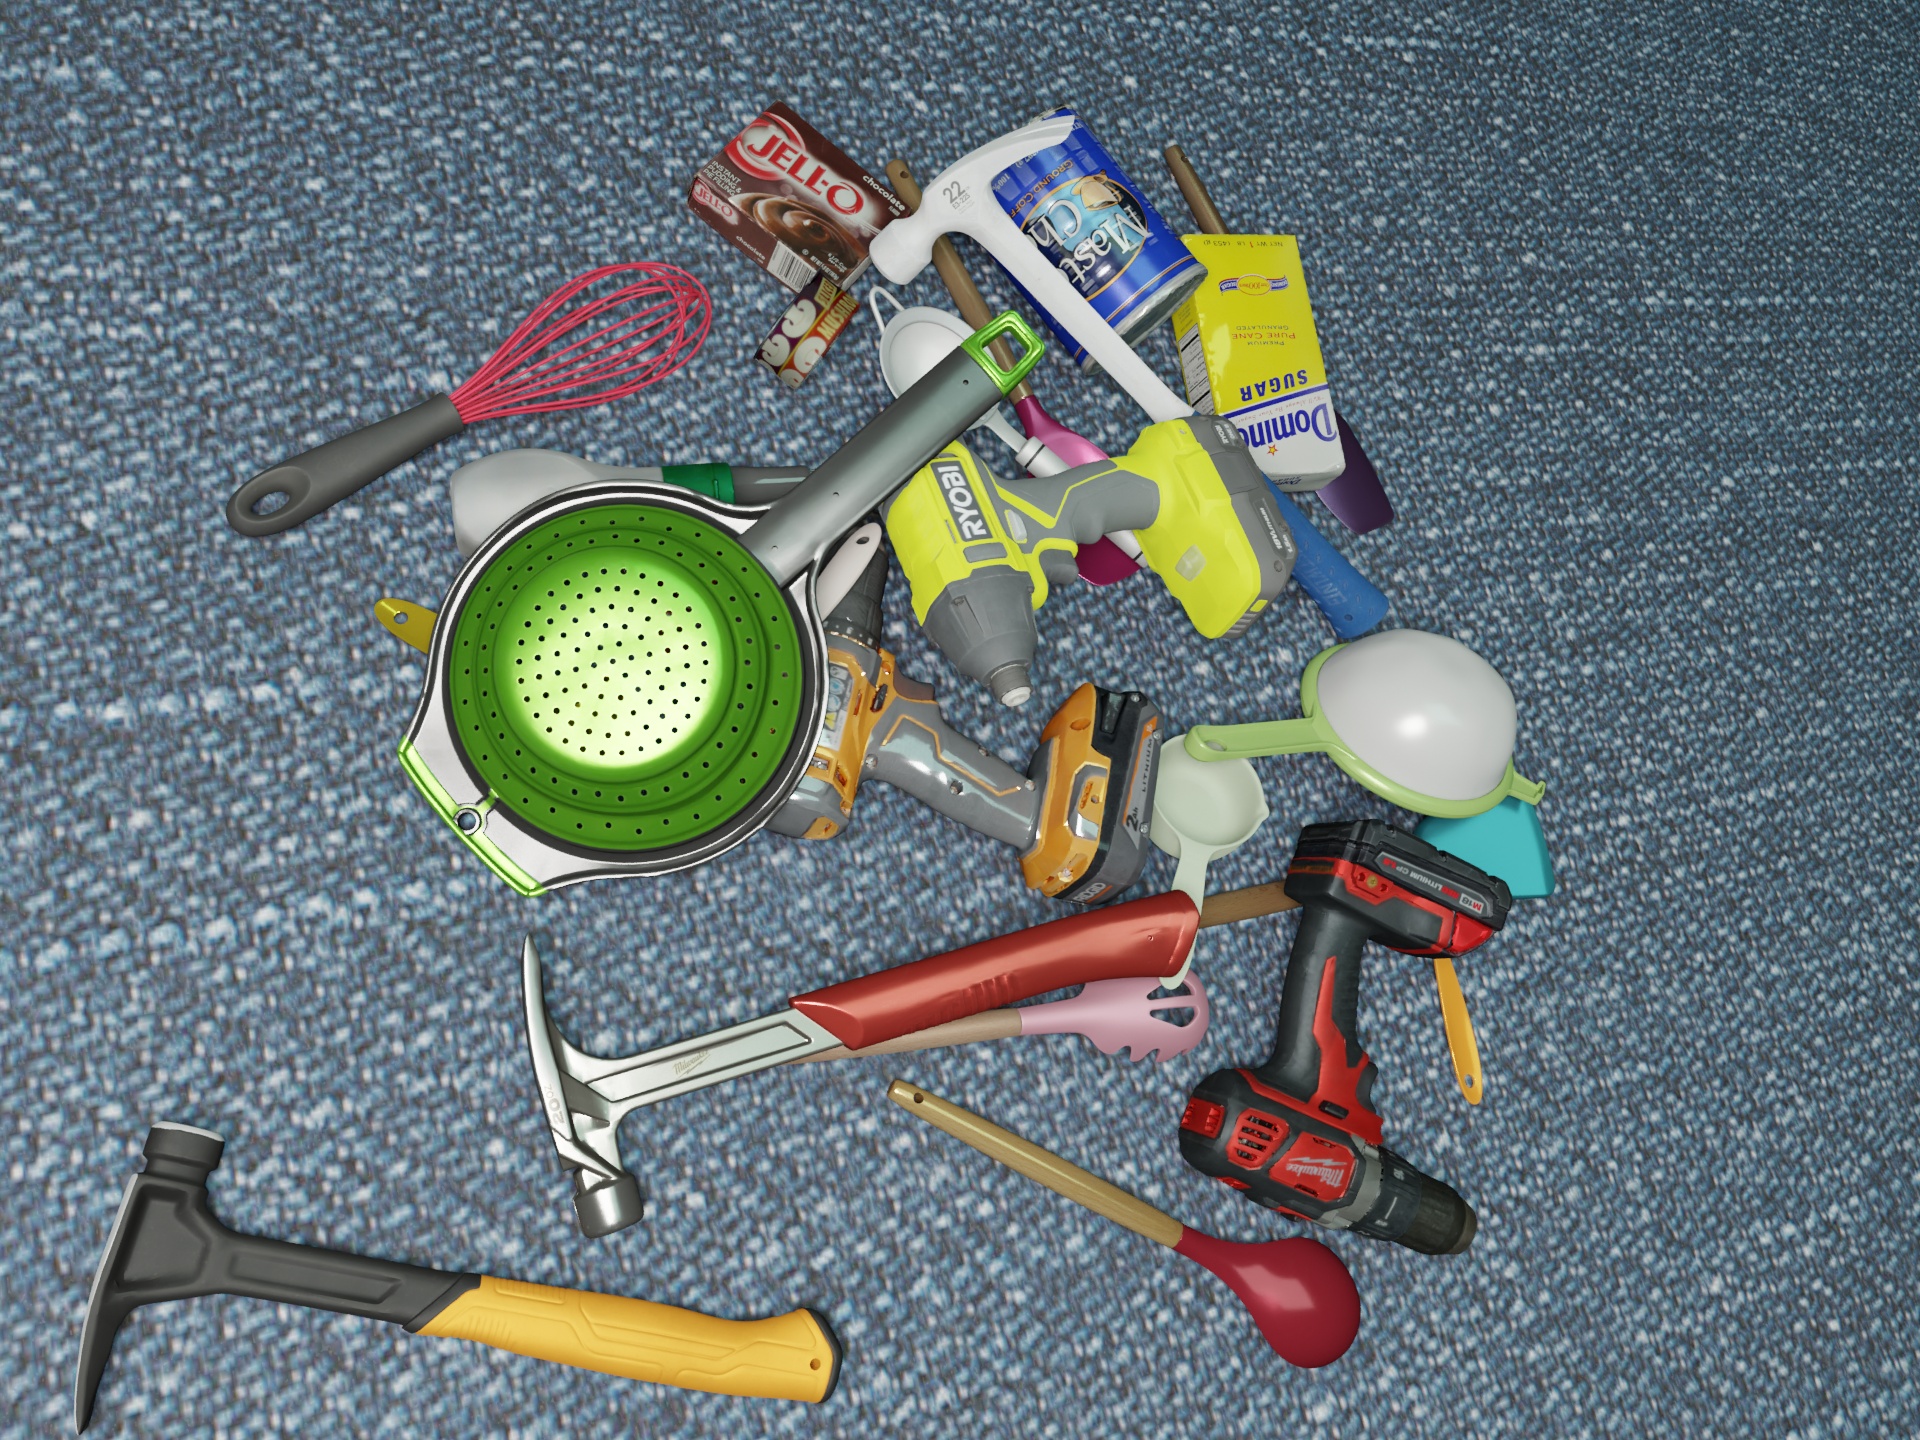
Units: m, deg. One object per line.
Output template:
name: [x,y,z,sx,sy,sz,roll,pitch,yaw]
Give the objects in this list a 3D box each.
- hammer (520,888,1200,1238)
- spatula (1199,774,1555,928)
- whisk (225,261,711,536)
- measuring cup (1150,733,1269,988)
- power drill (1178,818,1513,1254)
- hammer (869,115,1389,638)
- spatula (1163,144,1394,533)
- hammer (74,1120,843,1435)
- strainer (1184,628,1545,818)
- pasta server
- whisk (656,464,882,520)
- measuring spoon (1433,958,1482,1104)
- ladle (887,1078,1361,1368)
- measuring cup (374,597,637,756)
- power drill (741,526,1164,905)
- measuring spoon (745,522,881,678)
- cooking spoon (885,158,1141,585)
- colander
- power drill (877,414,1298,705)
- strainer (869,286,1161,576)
hammer: [-0.040,0.139,0.830,0.359,0.036,0.149,-14,83,-20]
spatula: [0.231,0.100,0.992,0.317,0.044,0.082,-9,78,-25]
whisk: [-0.261,-0.177,0.870,0.296,0.073,0.073,-34,88,-24]
measuring cup: [0.132,0.087,0.948,0.083,0.038,0.168,21,60,-8]
power drill: [0.245,0.189,0.932,0.187,0.080,0.227,26,77,-14]
hammer: [0.135,-0.197,1.000,0.405,0.144,0.035,41,36,-20]
spatula: [0.221,-0.275,1.139,0.060,0.018,0.316,-22,83,-28]
hammer: [-0.216,0.281,0.733,0.336,0.034,0.127,17,65,-18]
strainer: [0.255,-0.011,0.994,0.256,0.069,0.152,-5,50,-30]
pasta server: [0.003,0.171,0.878,0.316,0.040,0.060,-3,73,-21]
whisk: [-0.092,-0.136,0.935,0.239,0.055,0.055,-5,74,-21]
measuring spoon: [0.314,0.187,1.019,0.021,0.011,0.117,-5,77,-26]
ladle: [0.098,0.273,0.881,0.315,0.031,0.069,29,63,-10]
measuring cup: [-0.240,-0.019,0.842,0.156,0.029,0.062,29,66,2]
power drill: [-0.001,-0.003,0.909,0.226,0.084,0.185,17,64,-13]
measuring spoon: [-0.079,-0.069,0.869,0.034,0.018,0.124,19,59,25]
cooking spoon: [0.030,-0.230,1.037,0.069,0.017,0.319,-26,83,-13]
colander: [-0.105,-0.078,0.787,0.397,0.094,0.204,-42,91,-7]
power drill: [0.072,-0.097,0.910,0.223,0.080,0.171,-10,65,-27]
strainer: [0.036,-0.171,0.996,0.258,0.050,0.087,40,56,-3]
